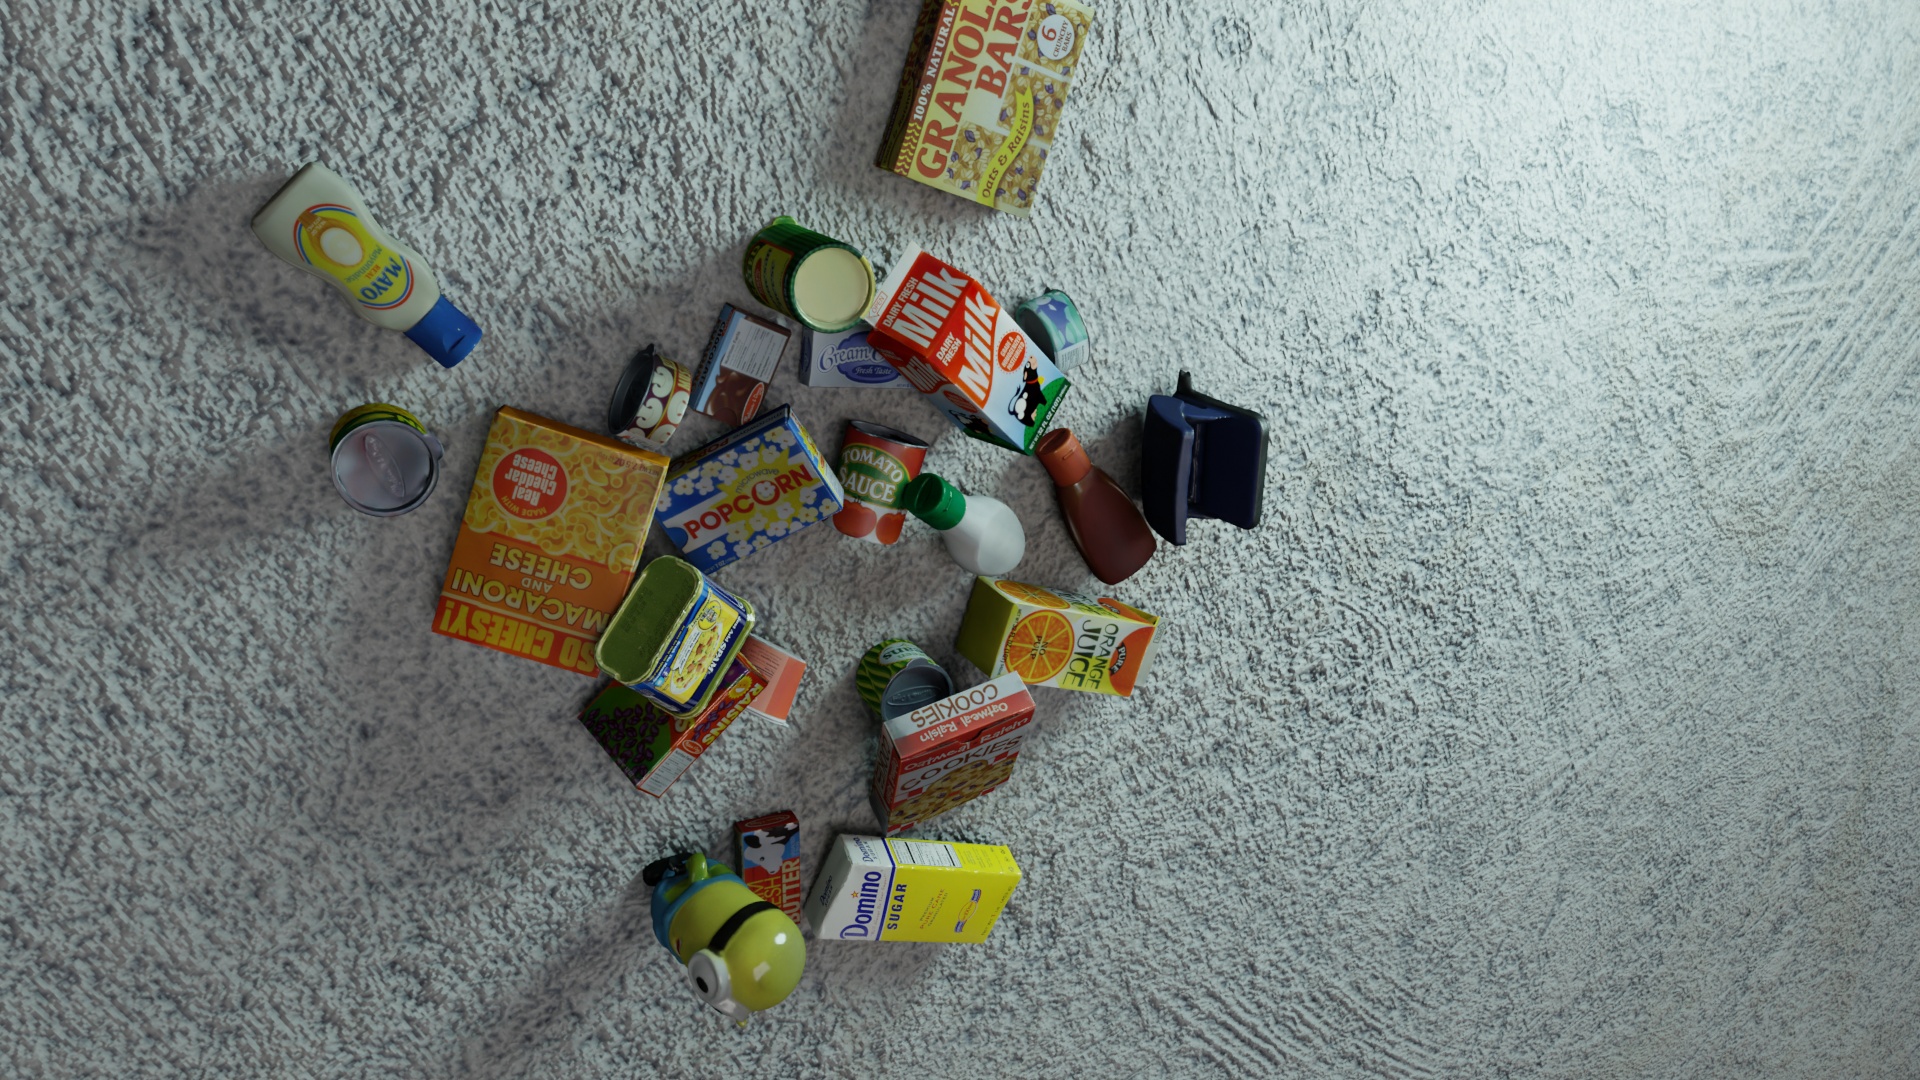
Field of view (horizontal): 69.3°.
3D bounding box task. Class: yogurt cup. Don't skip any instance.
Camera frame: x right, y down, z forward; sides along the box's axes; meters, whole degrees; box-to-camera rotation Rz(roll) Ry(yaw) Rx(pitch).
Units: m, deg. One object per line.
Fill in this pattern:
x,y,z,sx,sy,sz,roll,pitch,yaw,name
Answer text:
-0.159,0.109,1.112,0.072,0.072,0.054,30,84,-32,yogurt cup

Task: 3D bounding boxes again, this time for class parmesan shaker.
-0.111,-0.193,1.005,0.071,0.103,0.071,-9,112,-24,parmesan shaker

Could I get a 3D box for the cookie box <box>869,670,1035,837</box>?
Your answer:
-0.009,0.183,1.176,0.123,0.040,0.166,-20,152,-20,cookie box

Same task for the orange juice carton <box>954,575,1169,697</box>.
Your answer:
0.100,0.088,1.232,0.193,0.073,0.071,11,102,-30,orange juice carton

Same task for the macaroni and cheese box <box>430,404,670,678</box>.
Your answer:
-0.293,0.002,0.997,0.124,0.040,0.166,18,100,-12,macaroni and cheese box

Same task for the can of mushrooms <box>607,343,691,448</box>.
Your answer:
-0.223,-0.104,1.000,0.033,0.071,0.071,23,96,-32,can of mushrooms

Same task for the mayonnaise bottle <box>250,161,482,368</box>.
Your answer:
-0.382,-0.174,0.908,0.065,0.041,0.147,-49,121,-6,mayonnaise bottle

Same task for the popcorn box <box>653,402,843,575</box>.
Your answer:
-0.163,-0.037,1.047,0.126,0.038,0.085,-26,120,8,popcorn box

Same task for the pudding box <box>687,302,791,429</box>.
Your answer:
-0.167,-0.130,1.041,0.049,0.030,0.083,19,98,-32,pudding box

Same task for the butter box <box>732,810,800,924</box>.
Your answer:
-0.165,0.286,1.193,0.053,0.024,0.103,-8,111,-24,butter box

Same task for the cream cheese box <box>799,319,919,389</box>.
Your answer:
-0.073,-0.147,1.088,0.104,0.024,0.053,-2,107,-27,cream cheese box

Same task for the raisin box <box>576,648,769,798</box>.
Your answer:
-0.221,0.122,1.068,0.123,0.086,0.040,-46,149,-6,raisin box

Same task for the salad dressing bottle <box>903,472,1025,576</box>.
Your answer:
0.004,-0.014,1.128,0.147,0.044,0.064,35,76,-58,salad dressing bottle

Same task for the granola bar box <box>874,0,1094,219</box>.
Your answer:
0.018,-0.344,1.056,0.124,0.039,0.165,12,102,-31,granola bar box

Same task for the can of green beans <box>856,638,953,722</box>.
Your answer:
-0.048,0.123,1.176,0.071,0.058,0.071,-9,112,-24,can of green beans

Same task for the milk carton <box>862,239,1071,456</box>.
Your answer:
-0.002,-0.146,1.065,0.190,0.073,0.072,41,76,-46,milk carton

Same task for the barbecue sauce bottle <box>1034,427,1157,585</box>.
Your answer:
0.115,-0.032,1.214,0.065,0.044,0.148,-40,120,-9,barbecue sauce bottle

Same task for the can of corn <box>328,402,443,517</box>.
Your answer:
-0.387,-0.057,0.937,0.071,0.058,0.071,-9,112,-24,can of corn

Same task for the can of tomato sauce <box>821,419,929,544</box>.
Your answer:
-0.069,-0.046,1.099,0.071,0.071,0.083,12,103,-30,can of tomato sauce

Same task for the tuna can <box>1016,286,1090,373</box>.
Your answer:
0.074,-0.171,1.132,0.033,0.071,0.070,-26,118,-16,tuna can
